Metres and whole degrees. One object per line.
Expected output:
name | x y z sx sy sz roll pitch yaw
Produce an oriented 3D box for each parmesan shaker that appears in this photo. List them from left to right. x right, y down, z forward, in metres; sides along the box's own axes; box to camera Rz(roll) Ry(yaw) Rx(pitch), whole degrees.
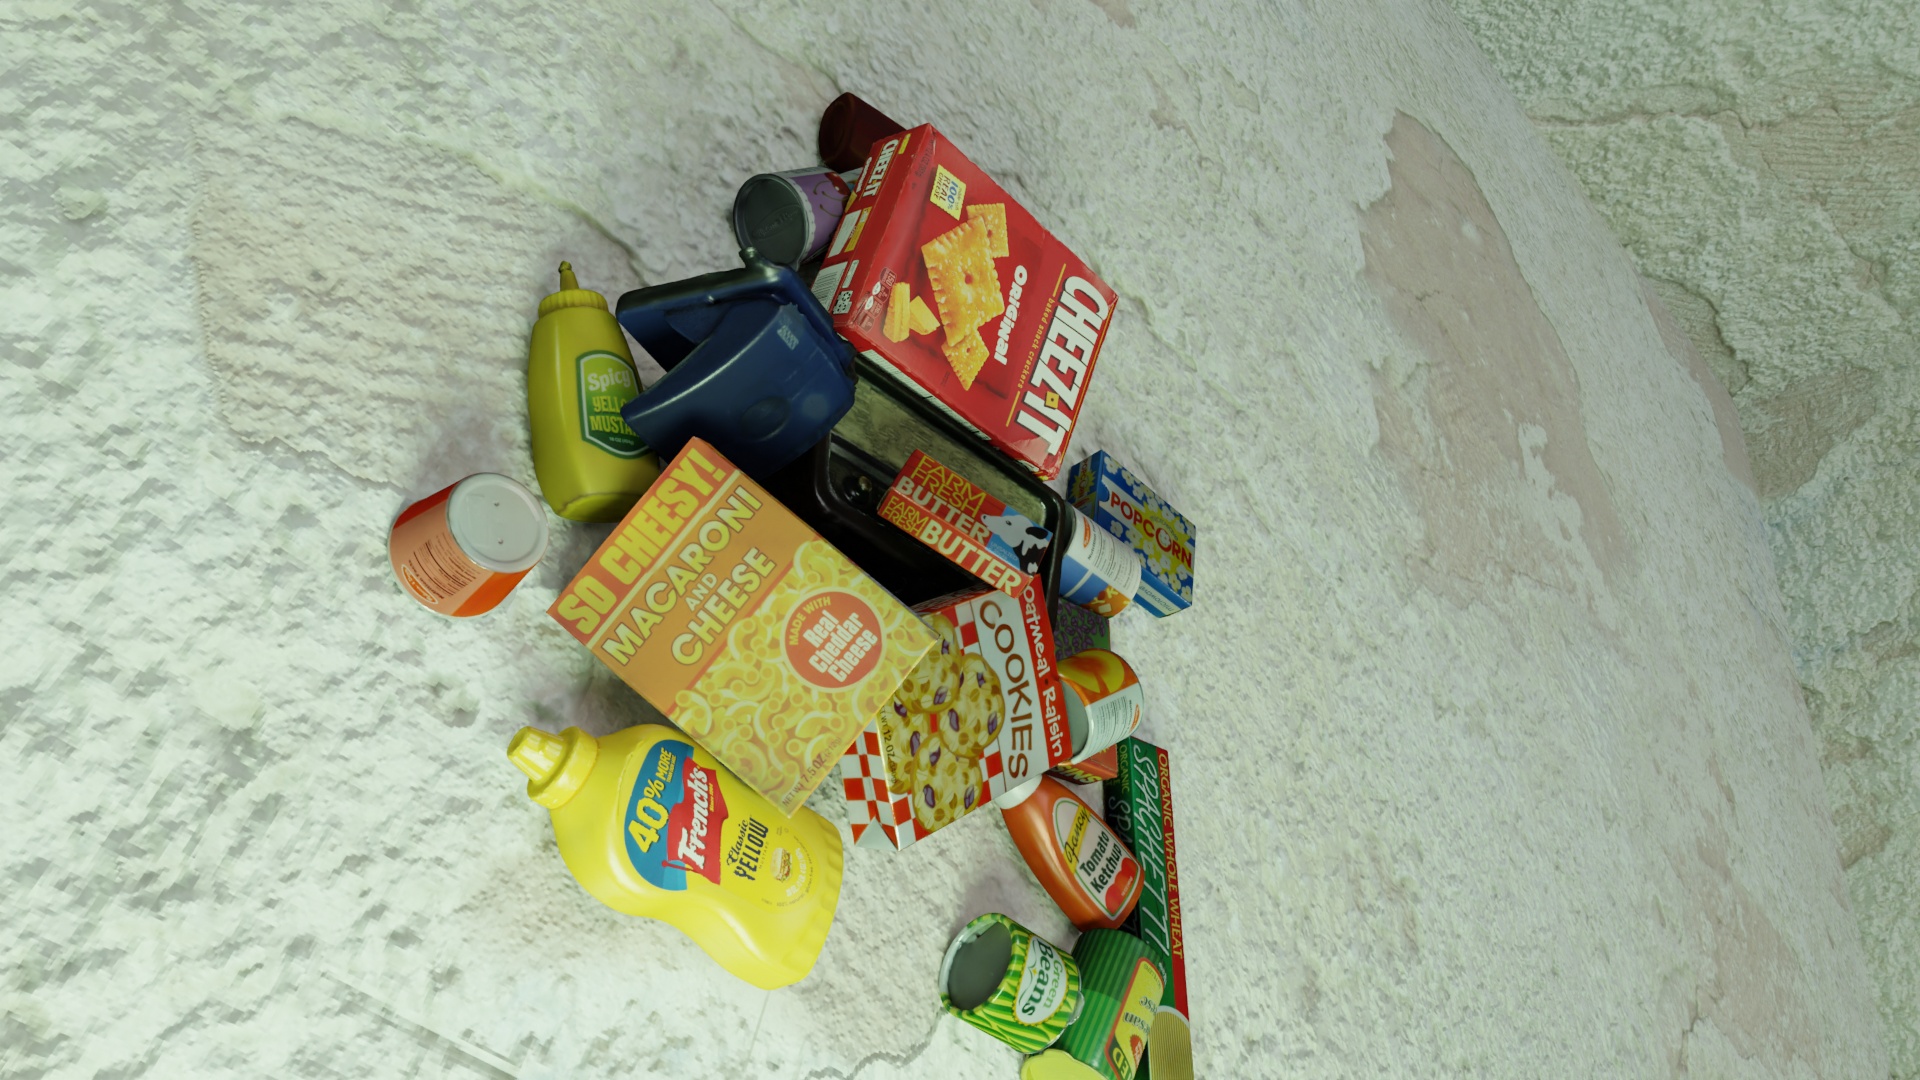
parmesan shaker | 0.086 0.304 0.880 0.071 0.071 0.103 51 40 -15

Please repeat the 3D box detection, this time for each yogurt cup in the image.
yogurt cup | -0.244 0.000 0.698 0.072 0.053 0.073 25 52 -36

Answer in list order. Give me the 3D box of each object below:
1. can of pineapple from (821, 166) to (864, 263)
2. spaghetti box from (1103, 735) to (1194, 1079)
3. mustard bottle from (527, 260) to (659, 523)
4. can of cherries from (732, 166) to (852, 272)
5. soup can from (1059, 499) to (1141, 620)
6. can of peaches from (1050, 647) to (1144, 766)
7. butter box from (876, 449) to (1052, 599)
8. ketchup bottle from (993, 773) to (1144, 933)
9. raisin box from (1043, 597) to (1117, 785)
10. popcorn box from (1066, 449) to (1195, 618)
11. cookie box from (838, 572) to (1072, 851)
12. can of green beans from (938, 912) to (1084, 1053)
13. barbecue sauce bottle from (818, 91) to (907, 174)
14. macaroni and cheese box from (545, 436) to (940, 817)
can of pineapple | -0.074 -0.234 1.011 0.058 0.070 0.071 -36 97 -51
spaghetti box | 0.131 0.261 0.987 0.050 0.028 0.251 26 52 -38
mustard bottle | -0.214 -0.091 0.788 0.065 0.048 0.160 6 65 -50
can of cherries | -0.113 -0.220 0.961 0.058 0.071 0.071 -29 92 -53
soup can | 0.083 0.016 1.044 0.083 0.071 0.072 34 47 -38
can of peaches | 0.077 0.109 0.923 0.058 0.071 0.071 -17 82 -47
butter box | 0.003 -0.011 0.855 0.103 0.024 0.053 32 36 -3
ketchup bottle | 0.062 0.194 0.937 0.148 0.043 0.065 51 47 -13
raisin box | 0.071 0.105 1.000 0.086 0.040 0.124 26 52 -38
popcorn box | 0.140 -0.004 1.140 0.126 0.038 0.085 36 47 -30
cookie box | -0.003 0.098 0.836 0.168 0.040 0.122 -17 99 -48
can of green beans | 0.029 0.267 0.841 0.057 0.071 0.071 38 45 -28
barbecue sauce bottle | -0.043 -0.292 1.097 0.148 0.043 0.065 22 54 -40
macaroni and cheese box | -0.113 0.045 0.737 0.166 0.124 0.040 40 -3 2
